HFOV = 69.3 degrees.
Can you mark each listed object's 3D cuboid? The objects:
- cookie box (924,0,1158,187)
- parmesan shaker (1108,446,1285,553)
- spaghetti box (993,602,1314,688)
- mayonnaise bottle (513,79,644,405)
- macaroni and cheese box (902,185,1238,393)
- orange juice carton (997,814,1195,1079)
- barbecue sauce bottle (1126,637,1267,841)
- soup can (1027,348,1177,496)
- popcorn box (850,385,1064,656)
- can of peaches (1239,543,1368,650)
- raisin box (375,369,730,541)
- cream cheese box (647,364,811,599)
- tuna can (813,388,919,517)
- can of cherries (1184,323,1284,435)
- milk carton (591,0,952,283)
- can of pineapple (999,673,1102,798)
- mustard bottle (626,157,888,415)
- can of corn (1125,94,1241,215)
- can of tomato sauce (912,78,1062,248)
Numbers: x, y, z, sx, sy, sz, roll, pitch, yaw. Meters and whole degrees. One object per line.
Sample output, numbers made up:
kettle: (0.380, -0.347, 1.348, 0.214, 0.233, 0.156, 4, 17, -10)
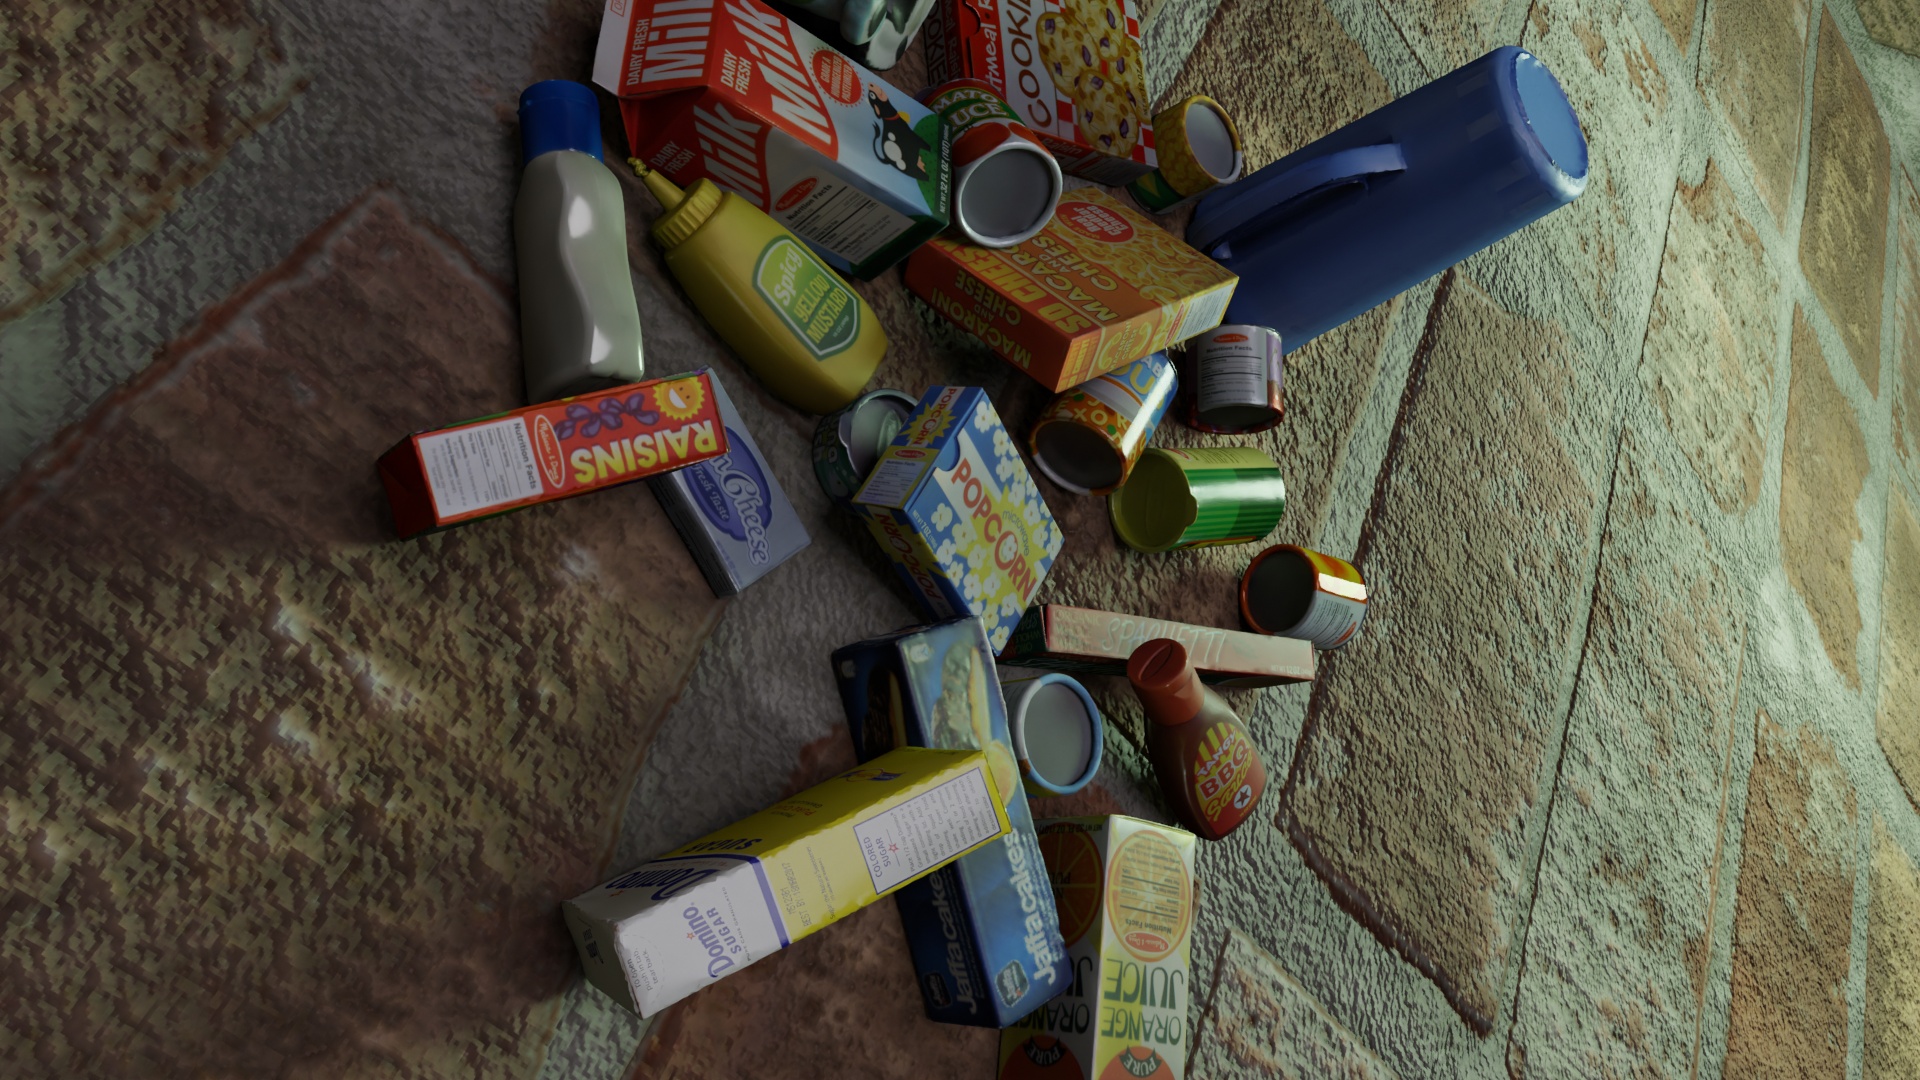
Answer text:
cookie box: (0.053, -0.307, 0.896, 0.168, 0.040, 0.123, 2, 78, -41)
parmesan shaker: (0.156, -0.026, 0.894, 0.103, 0.071, 0.071, -4, 82, -42)
spaghetti box: (0.124, 0.068, 0.856, 0.250, 0.050, 0.029, 10, 72, -39)
mayonnaise bottle: (-0.178, -0.136, 0.635, 0.041, 0.064, 0.148, 4, 72, -43)
macaroni and cheese box: (0.068, -0.153, 0.825, 0.124, 0.040, 0.167, 39, 43, 25)
orange juice carton: (0.073, 0.250, 0.749, 0.073, 0.071, 0.193, 22, 65, -36)
barbecue sauce bottle: (0.138, 0.116, 0.826, 0.065, 0.044, 0.148, -46, 133, -17)
soup can: (0.088, -0.079, 0.848, 0.071, 0.071, 0.084, 49, 52, -22)
popcorn box: (0.003, -0.009, 0.739, 0.085, 0.038, 0.126, -58, 138, -26)
can of peaches: (0.233, 0.038, 0.952, 0.058, 0.071, 0.071, 14, 70, -38)
raisin box: (-0.171, -0.036, 0.582, 0.124, 0.086, 0.040, -17, 94, -30)
cream cheese box: (-0.121, -0.028, 0.681, 0.053, 0.024, 0.103, -39, 105, -41)
tuna can: (-0.046, -0.047, 0.746, 0.071, 0.032, 0.071, 12, 72, -39)
can of cherries: (0.188, -0.108, 0.949, 0.071, 0.071, 0.058, 13, 71, -39)
milk carton: (-0.098, -0.214, 0.712, 0.190, 0.073, 0.072, 22, 57, -36)
can of pineapple: (0.037, 0.109, 0.763, 0.071, 0.057, 0.071, 12, 71, -39)
mustard bottle: (-0.108, -0.134, 0.704, 0.160, 0.048, 0.065, 43, 53, -25)
can of corn: (0.151, -0.269, 0.962, 0.071, 0.058, 0.071, 12, 71, -39)
can of tomato sauce: (0.012, -0.217, 0.793, 0.071, 0.071, 0.083, 18, 30, -38)
